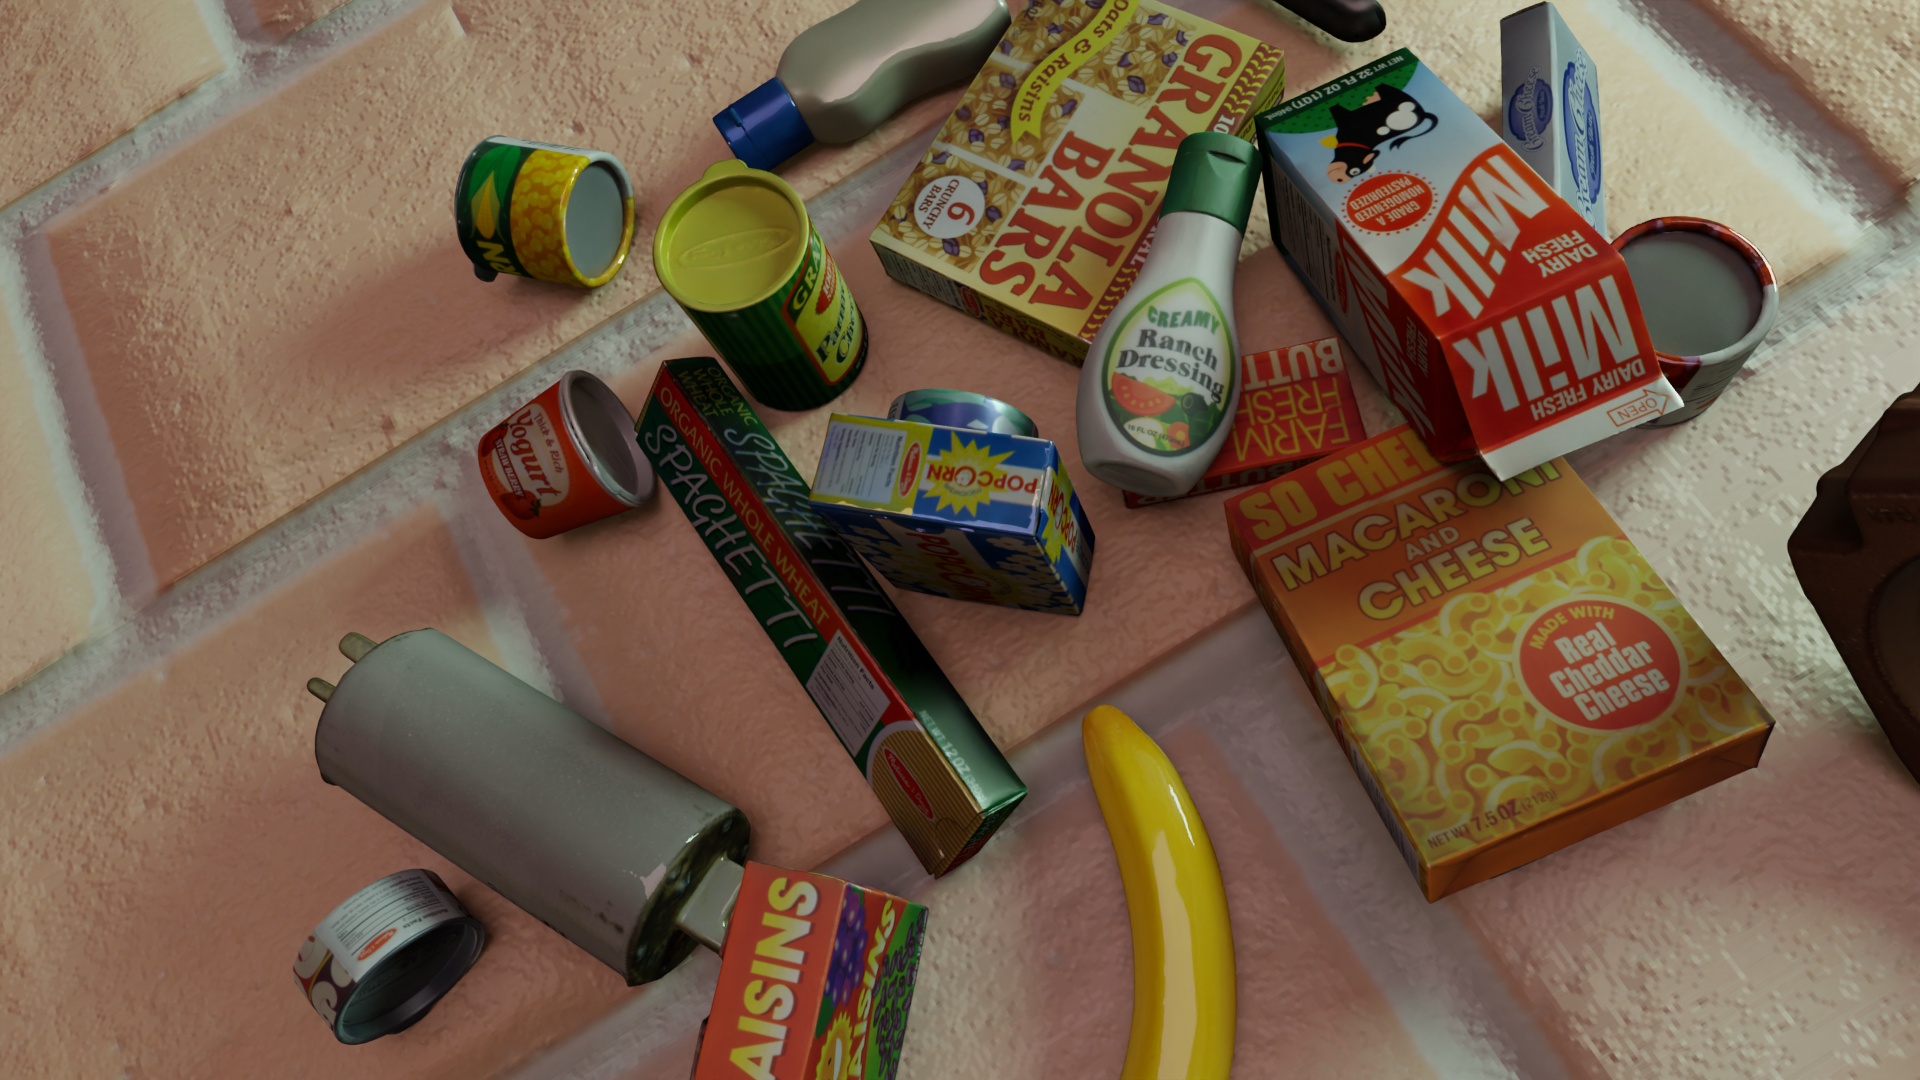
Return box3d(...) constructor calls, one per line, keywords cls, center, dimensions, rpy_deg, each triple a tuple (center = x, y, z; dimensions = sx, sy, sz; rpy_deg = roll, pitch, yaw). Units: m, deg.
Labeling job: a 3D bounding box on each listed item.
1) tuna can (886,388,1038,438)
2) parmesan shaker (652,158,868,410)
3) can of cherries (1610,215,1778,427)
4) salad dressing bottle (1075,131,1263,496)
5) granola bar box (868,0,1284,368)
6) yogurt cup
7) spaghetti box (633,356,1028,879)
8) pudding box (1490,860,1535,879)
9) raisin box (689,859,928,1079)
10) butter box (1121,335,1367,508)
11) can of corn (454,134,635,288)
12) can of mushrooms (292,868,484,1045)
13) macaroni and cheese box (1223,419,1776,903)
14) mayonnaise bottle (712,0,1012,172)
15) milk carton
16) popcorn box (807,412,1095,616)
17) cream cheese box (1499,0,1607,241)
box3d(cls="tuna can", center=(0.001, -0.036, 0.586), dimensions=(0.071, 0.071, 0.033), rpy_deg=(7, 73, 14))
box3d(cls="parmesan shaker", center=(-0.084, -0.109, 0.609), dimensions=(0.071, 0.103, 0.071), rpy_deg=(-4, 71, 10))
box3d(cls="can of cherries", center=(0.277, -0.087, 0.551), dimensions=(0.071, 0.058, 0.071), rpy_deg=(-3, 71, 10))
box3d(cls="salad dressing bottle", center=(0.089, -0.093, 0.567), dimensions=(0.064, 0.044, 0.148), rpy_deg=(16, 78, -3))
box3d(cls="granola bar box", center=(0.055, -0.171, 0.637), dimensions=(0.124, 0.039, 0.166), rpy_deg=(28, 79, 18))
box3d(cls="yogurt cup", center=(-0.178, -0.036, 0.625), dimensions=(0.054, 0.072, 0.072), rpy_deg=(-26, 68, 11))
box3d(cls="spaghetti box", center=(-0.062, 0.024, 0.585), dimensions=(0.029, 0.050, 0.250), rpy_deg=(-16, 60, -42))
box3d(cls="pudding box", center=(0.223, 0.087, 0.517), dimensions=(0.084, 0.030, 0.050), rpy_deg=(-26, 67, 2))
box3d(cls="raisin box", center=(-0.050, 0.164, 0.496), dimensions=(0.040, 0.123, 0.086), rpy_deg=(8, 74, 14))
box3d(cls="butter box", center=(0.116, -0.050, 0.589), dimensions=(0.103, 0.024, 0.053), rpy_deg=(-11, 70, 8))
box3d(cls="can of corn", center=(-0.199, -0.156, 0.670), dimensions=(0.058, 0.071, 0.071), rpy_deg=(12, 74, 15))
box3d(cls="can of mushrooms", center=(-0.232, 0.169, 0.564), dimensions=(0.033, 0.071, 0.071), rpy_deg=(39, 83, 21))
box3d(cls="macaroni and cheese box", center=(0.188, 0.032, 0.515), dimensions=(0.124, 0.040, 0.167), rpy_deg=(-23, 52, 2))
box3d(cls="mayonnaise bottle", center=(-0.050, -0.231, 0.679), dimensions=(0.148, 0.041, 0.065), rpy_deg=(-32, 67, 0))
box3d(cls="milk carton", center=(0.190, -0.102, 0.538), dimensions=(0.072, 0.073, 0.191), rpy_deg=(-23, 51, 2))
box3d(cls="popcorn box", center=(0.002, -0.007, 0.543), dimensions=(0.085, 0.126, 0.038), rpy_deg=(9, 76, 15))
box3d(cls="cream cheese box", center=(0.251, -0.168, 0.587), dimensions=(0.024, 0.053, 0.104), rpy_deg=(-12, 64, 43))
